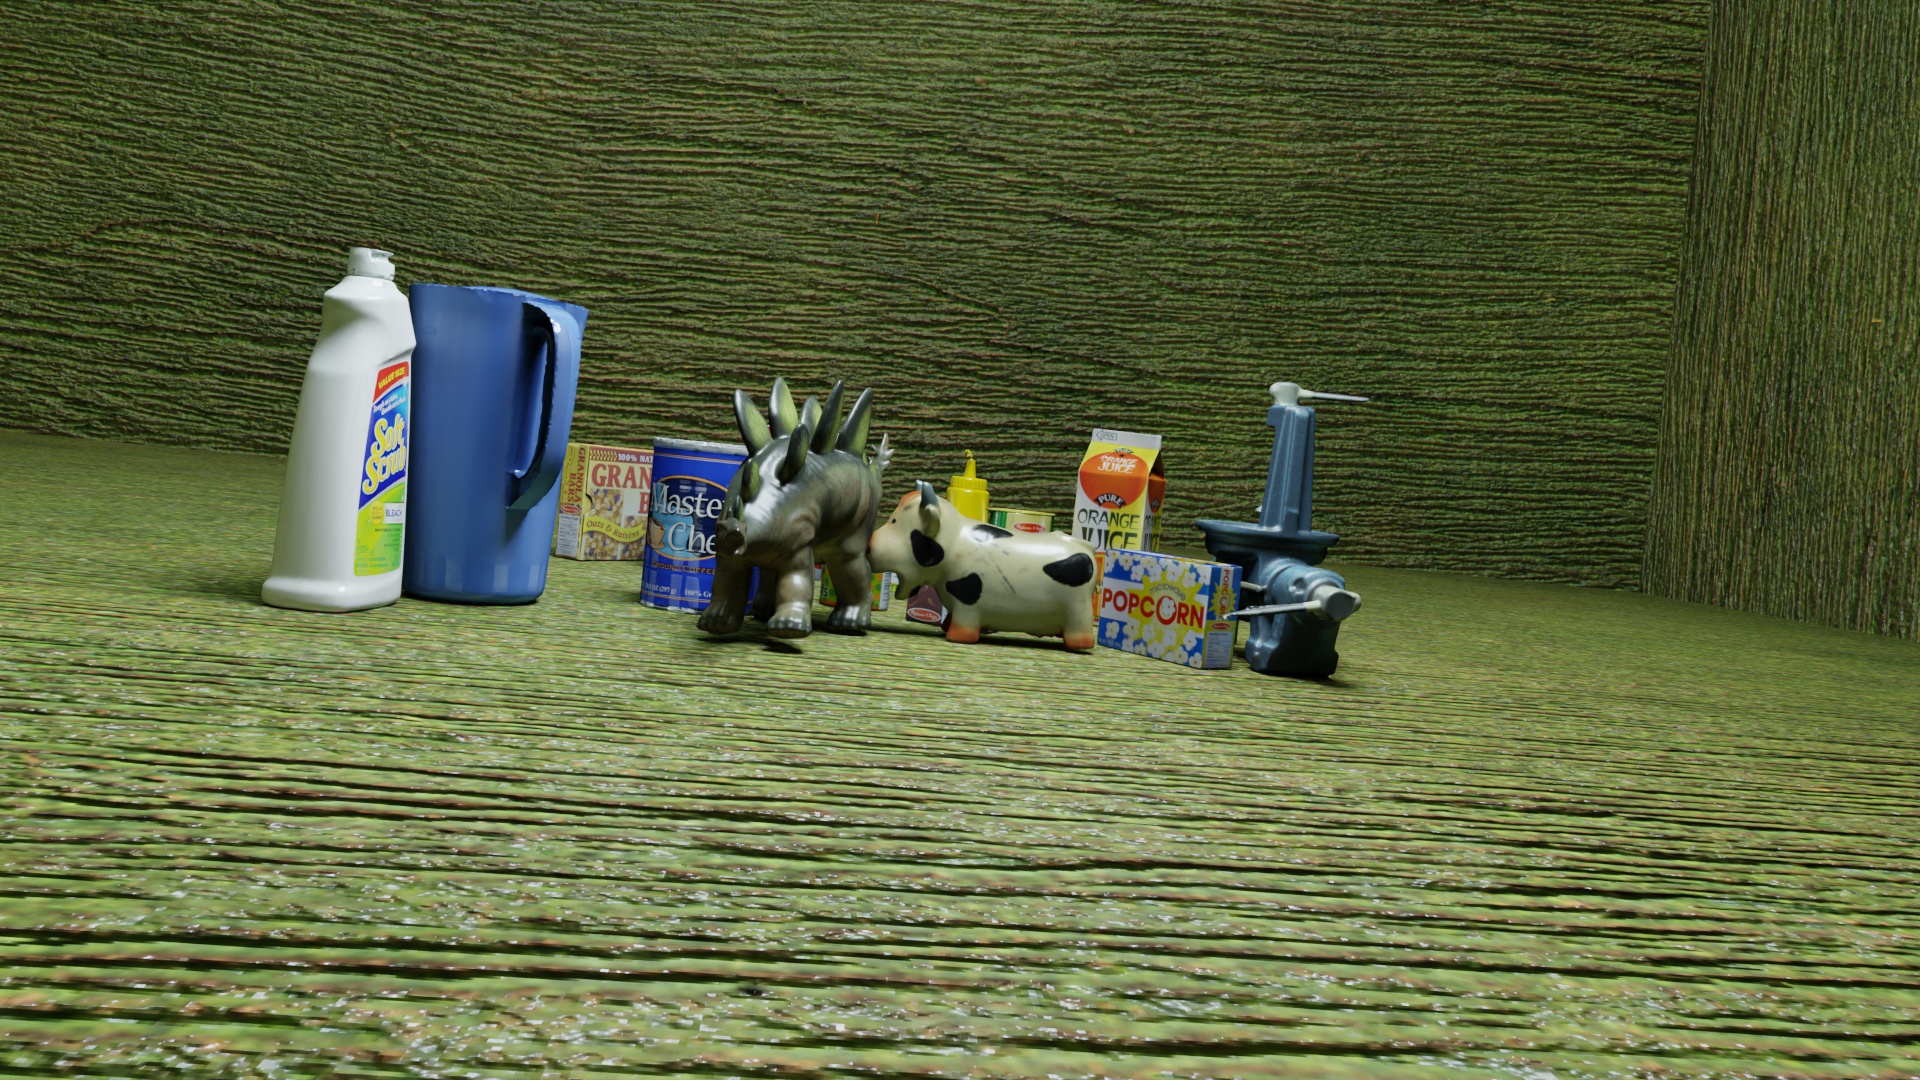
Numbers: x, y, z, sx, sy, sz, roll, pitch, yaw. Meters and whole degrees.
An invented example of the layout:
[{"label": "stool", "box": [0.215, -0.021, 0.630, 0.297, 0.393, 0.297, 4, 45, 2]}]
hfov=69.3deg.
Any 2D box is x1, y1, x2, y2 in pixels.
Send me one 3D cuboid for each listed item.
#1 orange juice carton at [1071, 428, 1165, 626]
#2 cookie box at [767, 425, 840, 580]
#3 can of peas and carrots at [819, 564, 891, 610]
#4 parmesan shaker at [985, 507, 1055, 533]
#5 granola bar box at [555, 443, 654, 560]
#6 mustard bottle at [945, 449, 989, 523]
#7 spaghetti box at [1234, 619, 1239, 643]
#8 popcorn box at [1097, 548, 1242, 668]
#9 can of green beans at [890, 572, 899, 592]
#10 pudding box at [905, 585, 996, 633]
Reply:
[{"label": "orange juice carton", "box": [0.155, -0.012, 1.375, 0.072, 0.192, 0.073, 7, 3, 22]}, {"label": "cookie box", "box": [-0.181, -0.045, 1.575, 0.123, 0.167, 0.040, 8, 3, 39]}, {"label": "can of peas and carrots", "box": [-0.100, 0.033, 1.305, 0.071, 0.058, 0.071, 6, 3, 0]}, {"label": "parmesan shaker", "box": [0.055, 0.021, 1.409, 0.071, 0.103, 0.071, 6, 3, 0]}, {"label": "granola bar box", "box": [-0.368, -0.041, 1.541, 0.039, 0.124, 0.166, 7, 3, 31]}, {"label": "mustard bottle", "box": [0.005, -0.019, 1.518, 0.049, 0.160, 0.065, 5, 3, -14]}, {"label": "spaghetti box", "box": [0.204, 0.062, 1.418, 0.029, 0.050, 0.250, 5, 3, -23]}, {"label": "popcorn box", "box": [0.172, 0.055, 1.161, 0.038, 0.085, 0.126, 4, 3, -38]}, {"label": "can of green beans", "box": [-0.082, 0.024, 1.506, 0.071, 0.057, 0.071, 6, 3, 0]}, {"label": "pudding box", "box": [-0.005, 0.052, 1.223, 0.083, 0.049, 0.030, 8, 3, 33]}]
